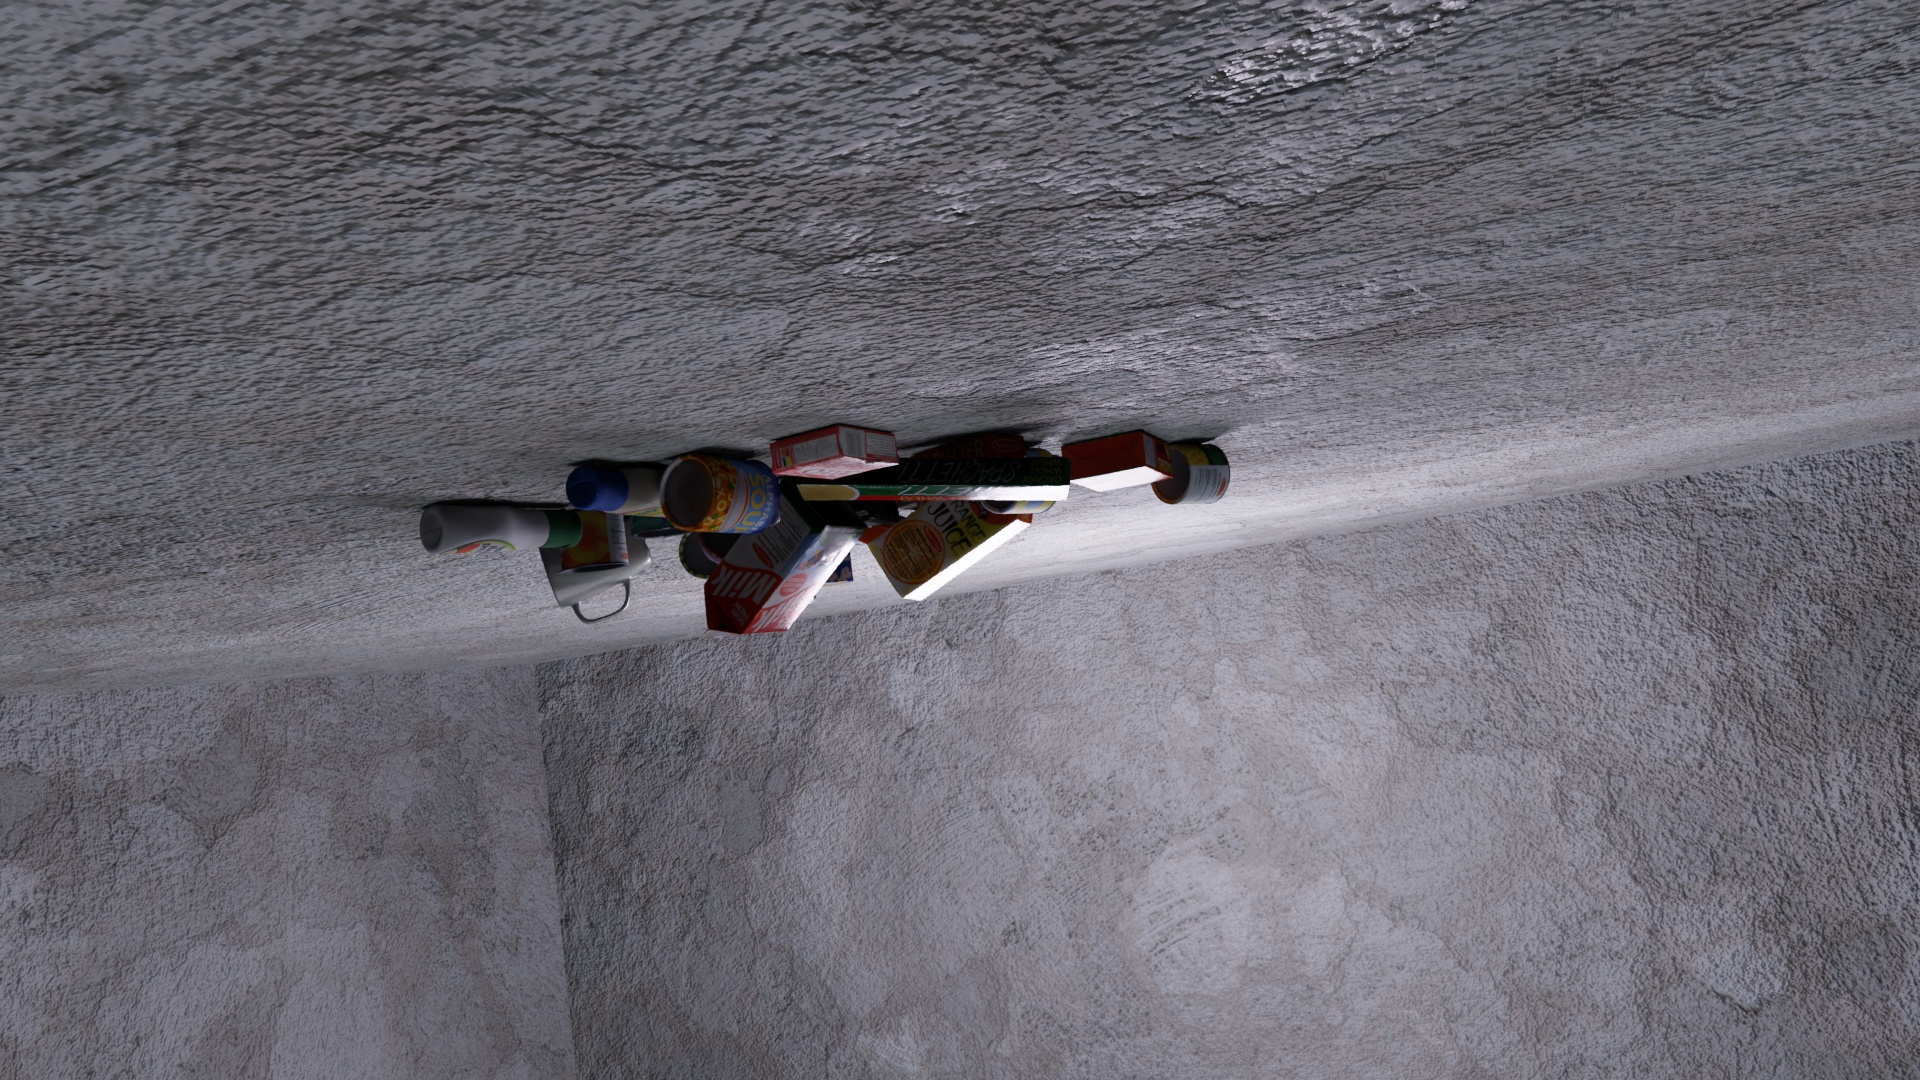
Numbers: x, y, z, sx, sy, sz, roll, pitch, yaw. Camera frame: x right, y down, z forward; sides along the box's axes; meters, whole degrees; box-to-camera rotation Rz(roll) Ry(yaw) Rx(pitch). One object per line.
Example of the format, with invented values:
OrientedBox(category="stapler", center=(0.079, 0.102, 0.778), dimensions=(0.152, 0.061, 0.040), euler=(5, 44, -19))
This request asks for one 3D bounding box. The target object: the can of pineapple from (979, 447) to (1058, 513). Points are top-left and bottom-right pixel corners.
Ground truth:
OrientedBox(category="can of pineapple", center=(0.057, -0.060, 1.359), dimensions=(0.071, 0.071, 0.058), euler=(-14, 171, 44))

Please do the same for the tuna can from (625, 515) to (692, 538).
OrientedBox(category="tuna can", center=(-0.300, -0.023, 1.390), dimensions=(0.071, 0.033, 0.071), euler=(-8, 174, -1))

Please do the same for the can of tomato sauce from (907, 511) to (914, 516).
OrientedBox(category="can of tomato sauce", center=(-0.017, -0.011, 1.725), dimensions=(0.083, 0.071, 0.071), euler=(-11, 173, 31))

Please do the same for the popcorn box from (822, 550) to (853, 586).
OrientedBox(category="popcorn box", center=(-0.190, 0.013, 1.633), dimensions=(0.127, 0.085, 0.038), euler=(-3, 173, -43))

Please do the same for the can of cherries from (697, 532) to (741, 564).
OrientedBox(category="can of cherries", center=(-0.236, -0.009, 1.439), dimensions=(0.071, 0.071, 0.058), euler=(-7, 173, -11))

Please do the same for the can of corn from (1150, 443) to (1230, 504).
OrientedBox(category="can of corn", center=(0.245, -0.073, 1.498), dimensions=(0.058, 0.071, 0.071), euler=(-3, 172, -37))

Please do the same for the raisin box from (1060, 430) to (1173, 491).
OrientedBox(category="raisin box", center=(0.163, -0.081, 1.430), dimensions=(0.086, 0.040, 0.123), euler=(-11, 172, 21))

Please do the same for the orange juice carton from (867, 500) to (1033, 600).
OrientedBox(category="orange juice carton", center=(0.005, -0.018, 1.474), dimensions=(0.192, 0.073, 0.072), euler=(-35, 168, 9))

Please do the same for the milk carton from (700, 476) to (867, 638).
OrientedBox(category="milk carton", center=(-0.186, 0.030, 1.389), dimensions=(0.190, 0.073, 0.072), euler=(-50, 156, 19))

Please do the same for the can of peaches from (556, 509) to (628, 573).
OrientedBox(category="can of peaches", center=(-0.373, 0.001, 1.398), dimensions=(0.071, 0.058, 0.071), euler=(-7, 175, -1))

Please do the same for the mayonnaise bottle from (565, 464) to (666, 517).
OrientedBox(category="mayonnaise bottle", center=(-0.276, -0.041, 1.198), dimensions=(0.064, 0.041, 0.148), euler=(-9, 175, 26))

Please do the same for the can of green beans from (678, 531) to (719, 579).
OrientedBox(category="can of green beans", center=(-0.287, 0.014, 1.609), dimensions=(0.071, 0.071, 0.058), euler=(-8, 174, 5))

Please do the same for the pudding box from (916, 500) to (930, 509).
OrientedBox(category="pudding box", center=(-0.007, -0.035, 1.593), dimensions=(0.084, 0.049, 0.030), euler=(-4, 171, -36))

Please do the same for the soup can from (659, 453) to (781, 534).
OrientedBox(category="soup can", center=(-0.204, -0.038, 1.190), dimensions=(0.071, 0.071, 0.084), euler=(-12, 173, 30))

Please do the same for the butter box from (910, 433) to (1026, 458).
OrientedBox(category="butter box", center=(0.006, -0.078, 1.308), dimensions=(0.103, 0.024, 0.053), euler=(-13, 171, 43))

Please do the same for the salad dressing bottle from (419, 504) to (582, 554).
OrientedBox(category="salad dressing bottle", center=(-0.422, -0.011, 1.287), dimensions=(0.064, 0.044, 0.148), euler=(-14, 172, 39))

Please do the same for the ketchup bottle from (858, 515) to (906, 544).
OrientedBox(category="ketchup bottle", center=(-0.053, 0.000, 1.636), dimensions=(0.149, 0.043, 0.065), euler=(18, -162, 40))

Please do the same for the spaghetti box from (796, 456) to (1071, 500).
OrientedBox(category="spaghetti box", center=(-0.023, -0.056, 1.265), dimensions=(0.250, 0.029, 0.050), euler=(0, 165, 2))
